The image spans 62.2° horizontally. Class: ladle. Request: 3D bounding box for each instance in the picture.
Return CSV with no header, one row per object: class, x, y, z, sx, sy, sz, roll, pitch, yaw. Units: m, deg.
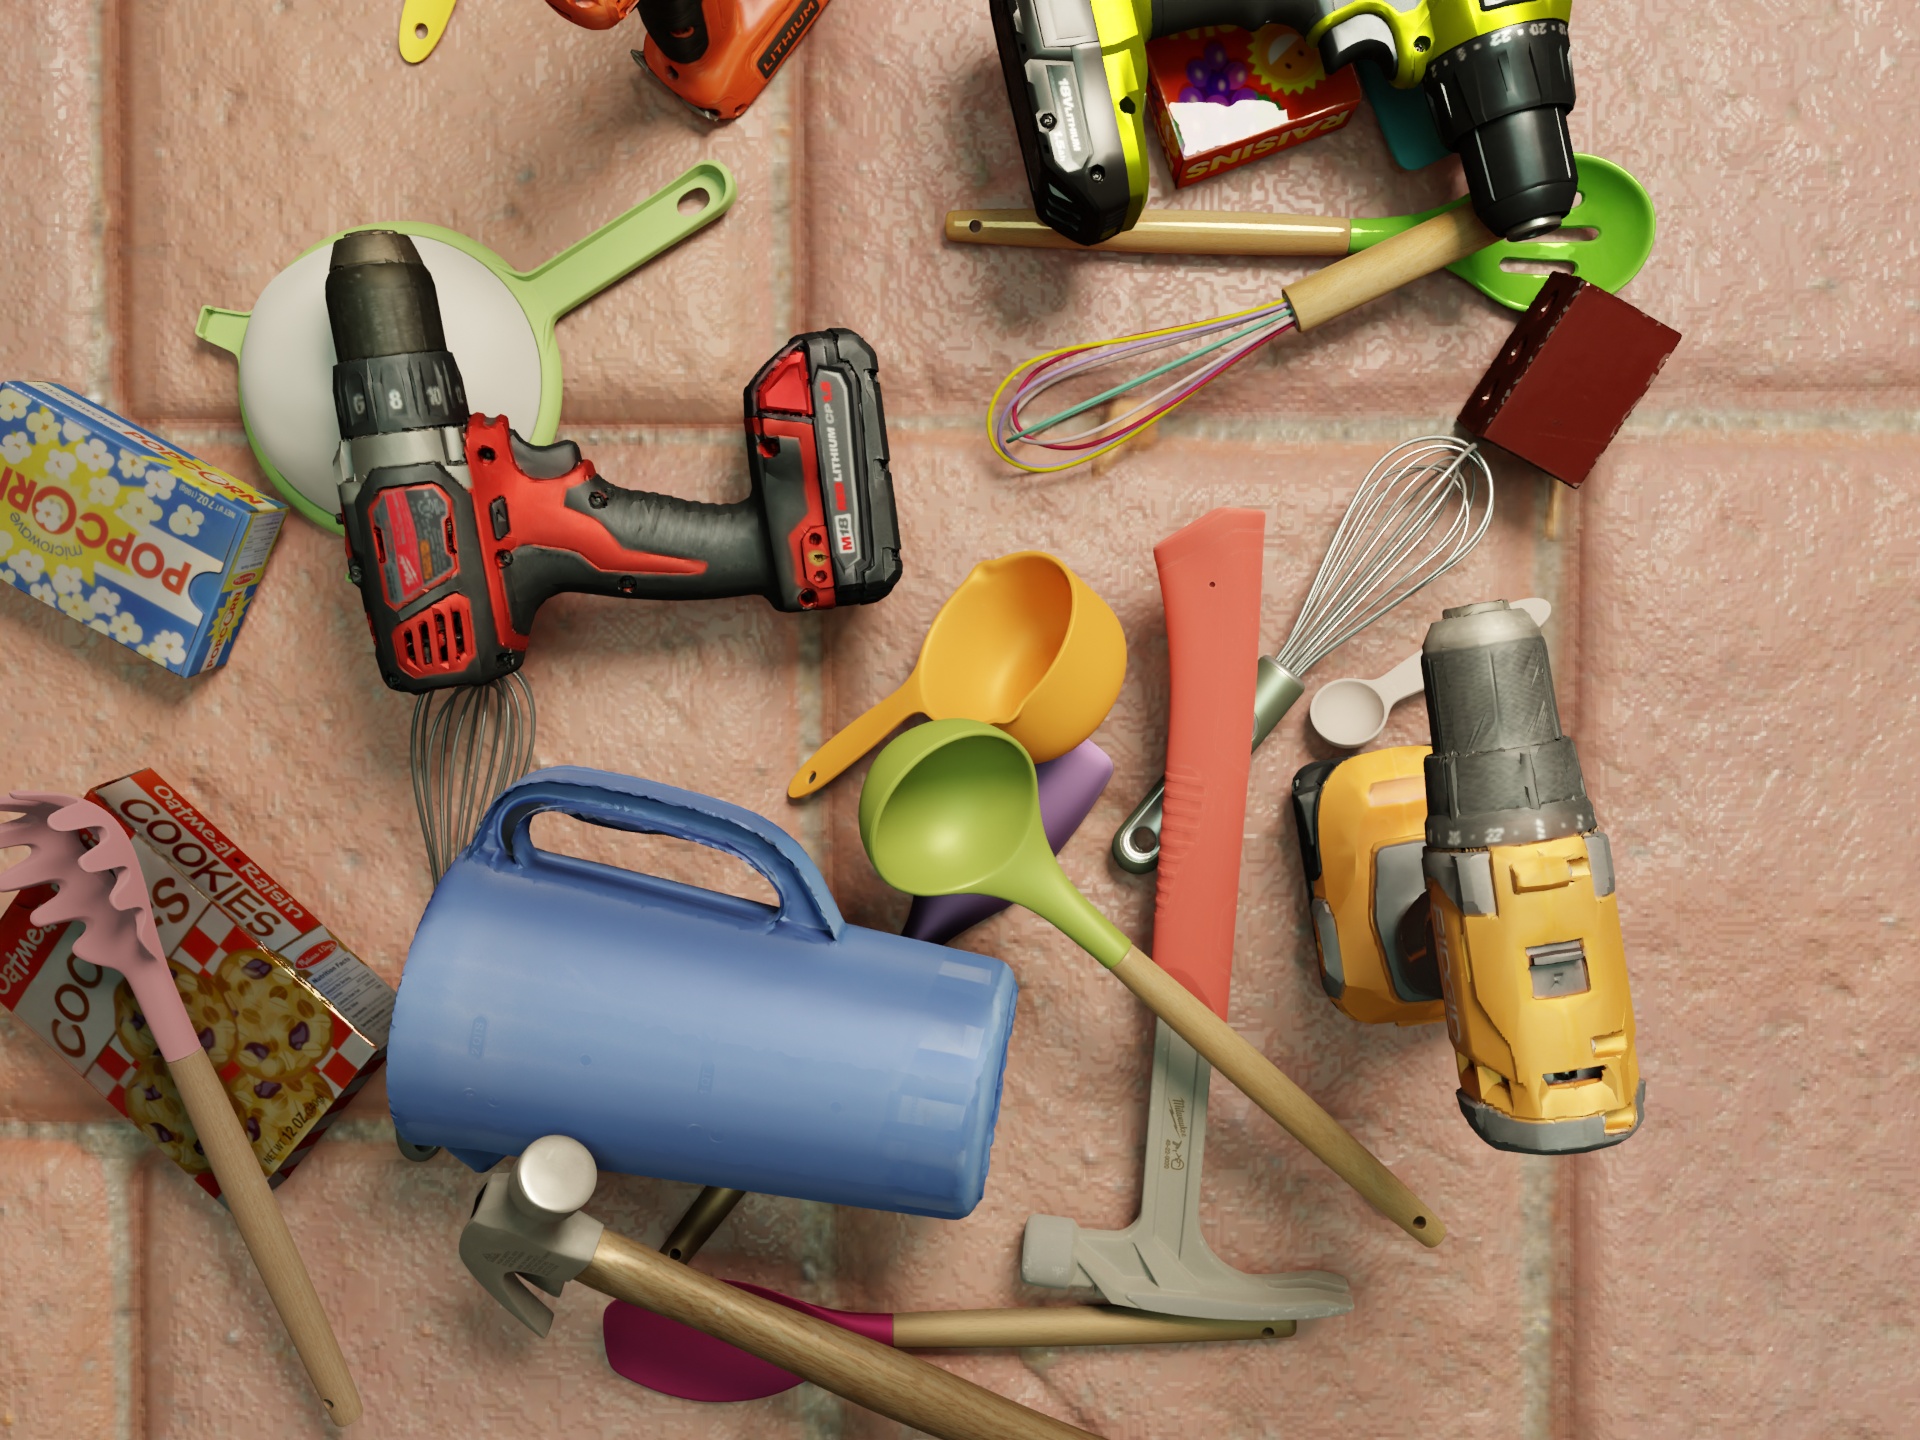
ladle,0.087,0.118,0.657,0.320,0.062,0.078,42,92,-6

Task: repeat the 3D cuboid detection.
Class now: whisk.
whisk,-0.233,0.086,0.723,0.055,0.055,0.239,9,95,1
whisk,0.151,-0.028,0.714,0.058,0.059,0.246,40,96,12
whisk,0.124,-0.174,0.701,0.245,0.051,0.047,-24,85,7

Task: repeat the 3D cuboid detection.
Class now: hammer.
hammer,0.112,0.088,0.695,0.149,0.037,0.359,4,99,4
hammer,-0.059,0.275,0.688,0.331,0.031,0.130,29,136,-15

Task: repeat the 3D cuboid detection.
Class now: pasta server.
pasta server,-0.327,0.170,0.678,0.060,0.040,0.316,-12,103,28

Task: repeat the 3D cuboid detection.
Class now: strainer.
strainer,-0.214,-0.182,0.706,0.256,0.069,0.151,-31,90,3

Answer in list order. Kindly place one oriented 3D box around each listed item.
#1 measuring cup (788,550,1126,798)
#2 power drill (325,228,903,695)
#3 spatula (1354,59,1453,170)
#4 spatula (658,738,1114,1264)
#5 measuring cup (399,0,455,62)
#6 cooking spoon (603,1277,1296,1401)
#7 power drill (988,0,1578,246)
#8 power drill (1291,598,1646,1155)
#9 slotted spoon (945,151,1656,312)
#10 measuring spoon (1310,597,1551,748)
measuring cup,-0.001,-0.002,0.714,0.173,0.095,0.052,-35,133,26
power drill,-0.148,-0.117,0.671,0.226,0.080,0.188,-9,100,-10
spatula,0.158,-0.400,0.690,0.082,0.044,0.317,-29,106,5
spatula,-0.043,0.129,0.733,0.060,0.018,0.316,37,90,5
measuring cup,-0.220,-0.376,0.732,0.062,0.029,0.156,28,103,1
cooking spoon,-0.005,0.281,0.734,0.319,0.017,0.068,-1,107,1
power drill,0.137,-0.276,0.656,0.228,0.080,0.190,-13,91,1
power drill,0.190,0.050,0.623,0.084,0.226,0.185,-9,91,1
slotted spoon,0.150,-0.222,0.721,0.314,0.031,0.070,2,105,3
measuring spoon,0.216,-0.022,0.729,0.124,0.018,0.034,-28,59,-5
